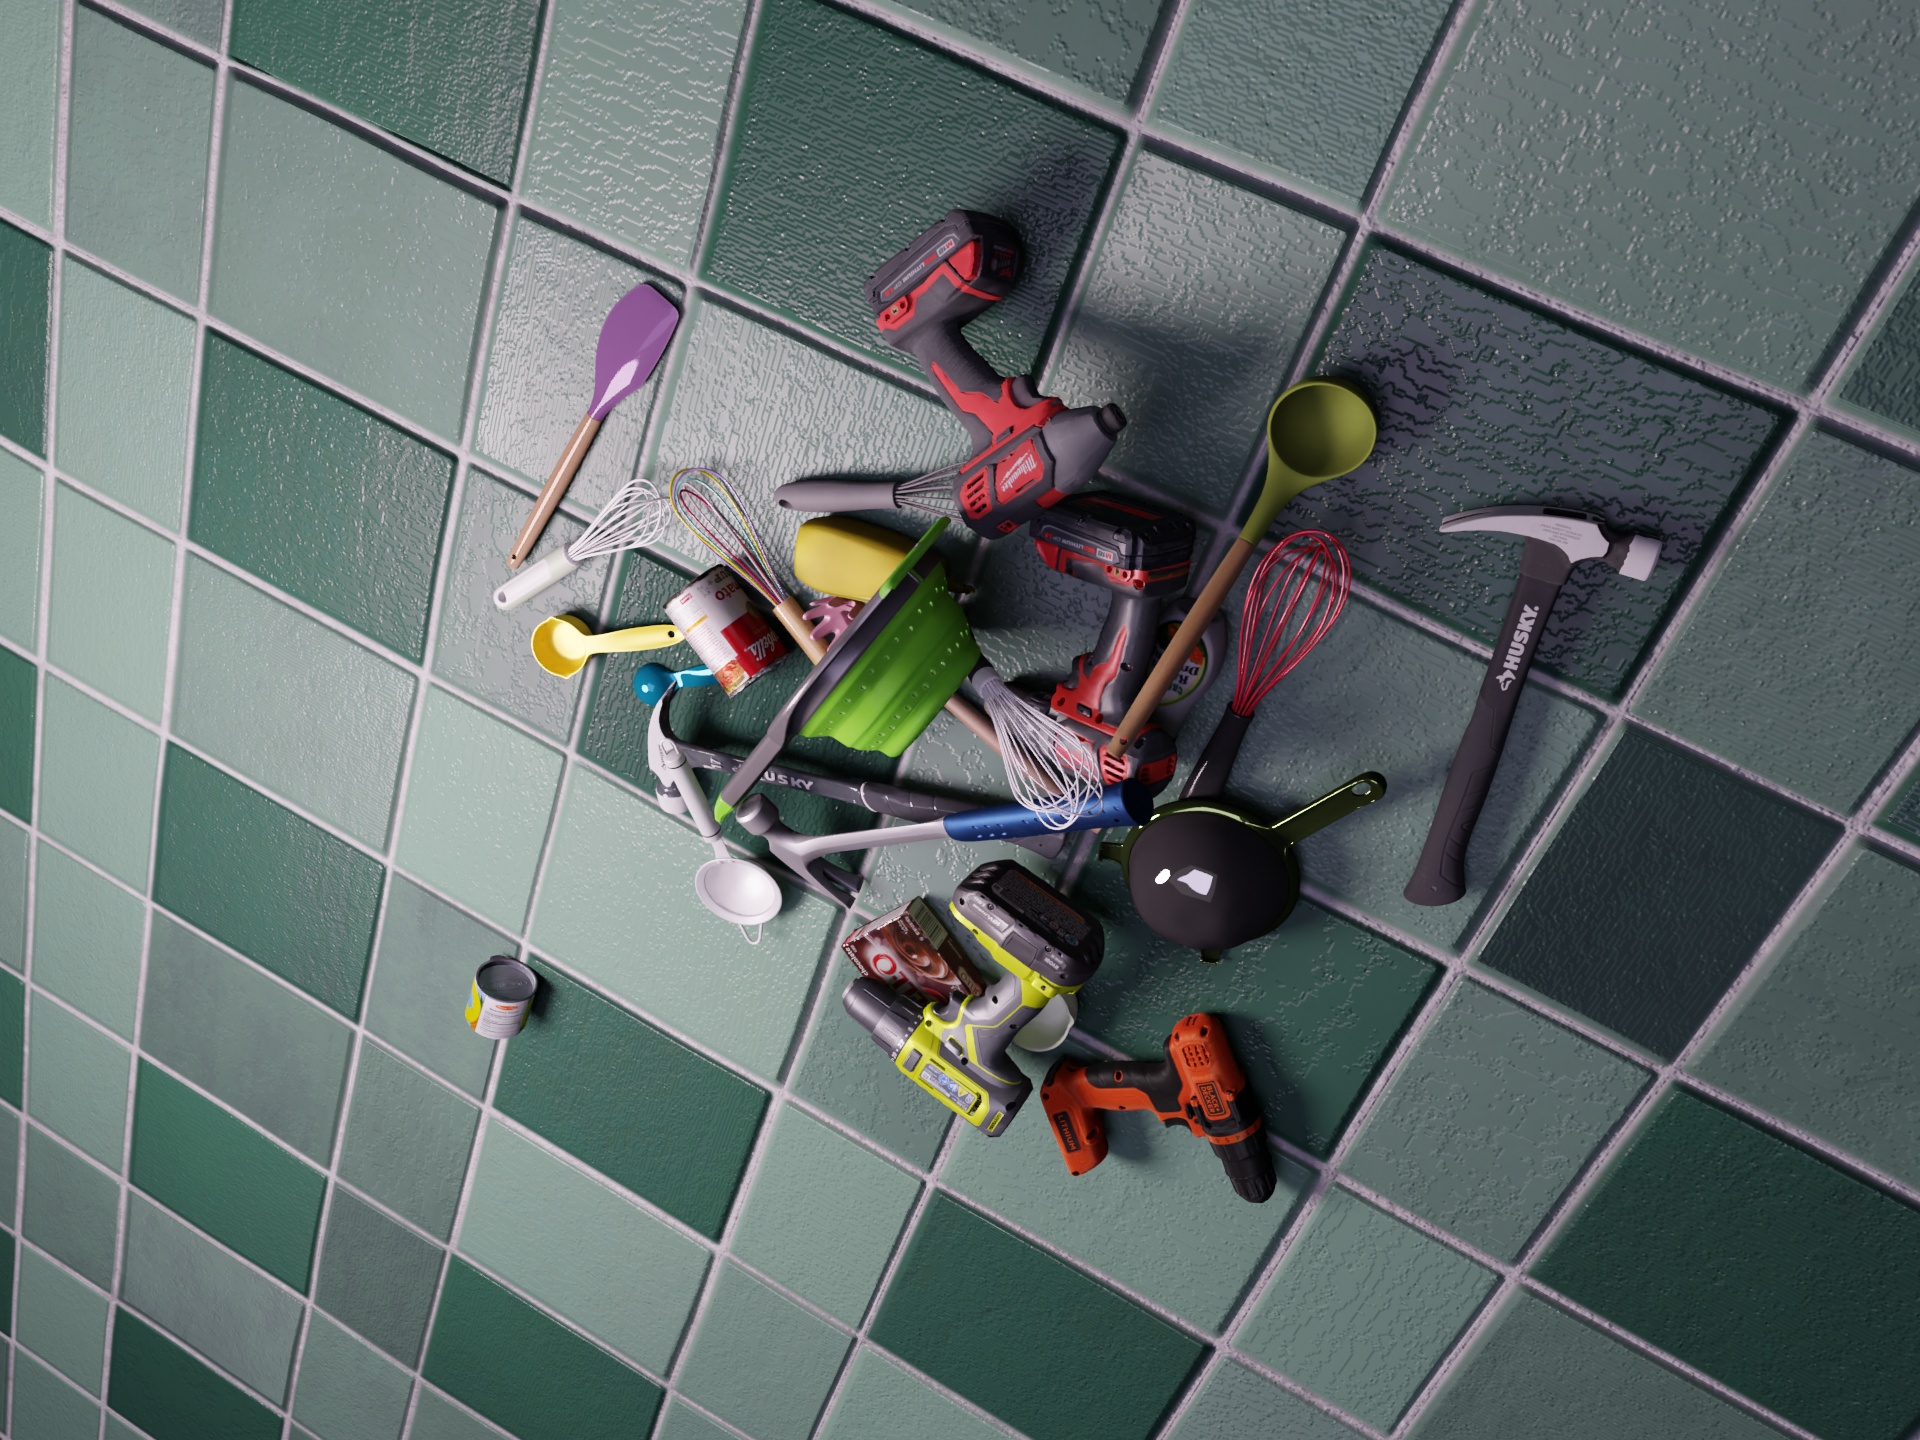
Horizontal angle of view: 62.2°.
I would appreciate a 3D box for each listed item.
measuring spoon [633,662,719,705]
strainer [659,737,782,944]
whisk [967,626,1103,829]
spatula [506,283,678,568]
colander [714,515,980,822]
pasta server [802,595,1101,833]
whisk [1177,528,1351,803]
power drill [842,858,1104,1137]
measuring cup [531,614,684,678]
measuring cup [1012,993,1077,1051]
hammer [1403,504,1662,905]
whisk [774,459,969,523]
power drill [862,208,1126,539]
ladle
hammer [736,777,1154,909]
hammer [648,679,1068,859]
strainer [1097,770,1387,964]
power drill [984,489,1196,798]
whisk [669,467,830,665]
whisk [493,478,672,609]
[{"bbox_3d":[-0.254,-0.037,1.478,0.128,0.021,0.042,-9,108,28],"label":"measuring spoon"},{"bbox_3d":[-0.227,0.108,1.481,0.087,0.050,0.258,-4,132,17],"label":"strainer"},{"bbox_3d":[0.036,-0.011,1.257,0.285,0.070,0.070,57,135,47],"label":"whisk"},{"bbox_3d":[-0.340,-0.255,1.427,0.060,0.018,0.315,40,120,5],"label":"spatula"},{"bbox_3d":[-0.090,0.002,1.286,0.094,0.205,0.397,39,136,-4],"label":"colander"},{"bbox_3d":[-0.002,-0.004,1.373,0.316,0.040,0.060,40,143,2],"label":"pasta server"},{"bbox_3d":[0.229,-0.023,1.254,0.073,0.073,0.295,27,126,11],"label":"whisk"},{"bbox_3d":[0.008,0.238,1.407,0.190,0.080,0.228,35,119,11],"label":"power drill"},{"bbox_3d":[-0.328,-0.077,1.498,0.156,0.029,0.062,-5,109,13],"label":"measuring cup"},{"bbox_3d":[0.069,0.216,1.438,0.083,0.038,0.167,6,108,22],"label":"measuring cup"},{"bbox_3d":[0.395,-0.003,1.201,0.146,0.035,0.334,19,118,15],"label":"hammer"},{"bbox_3d":[-0.054,-0.188,1.314,0.239,0.055,0.055,3,112,27],"label":"whisk"},{"bbox_3d":[0.029,-0.261,1.190,0.143,0.078,0.220,-30,79,31],"label":"power drill"},{"bbox_3d":[0.198,-0.108,1.165,0.078,0.062,0.320,32,95,-2],"label":"ladle"},{"bbox_3d":[-0.011,0.094,1.339,0.405,0.035,0.144,-11,133,41],"label":"hammer"},{"bbox_3d":[-0.098,0.060,1.430,0.409,0.036,0.149,11,133,16],"label":"hammer"},{"bbox_3d":[0.234,0.118,1.280,0.151,0.069,0.256,45,128,-12],"label":"strainer"},{"bbox_3d":[0.096,-0.064,1.267,0.188,0.080,0.226,25,121,42],"label":"power drill"},{"bbox_3d":[-0.174,-0.118,1.398,0.051,0.047,0.245,-33,99,30],"label":"whisk"},{"bbox_3d":[-0.351,-0.155,1.458,0.246,0.059,0.058,-24,88,35],"label":"whisk"}]
